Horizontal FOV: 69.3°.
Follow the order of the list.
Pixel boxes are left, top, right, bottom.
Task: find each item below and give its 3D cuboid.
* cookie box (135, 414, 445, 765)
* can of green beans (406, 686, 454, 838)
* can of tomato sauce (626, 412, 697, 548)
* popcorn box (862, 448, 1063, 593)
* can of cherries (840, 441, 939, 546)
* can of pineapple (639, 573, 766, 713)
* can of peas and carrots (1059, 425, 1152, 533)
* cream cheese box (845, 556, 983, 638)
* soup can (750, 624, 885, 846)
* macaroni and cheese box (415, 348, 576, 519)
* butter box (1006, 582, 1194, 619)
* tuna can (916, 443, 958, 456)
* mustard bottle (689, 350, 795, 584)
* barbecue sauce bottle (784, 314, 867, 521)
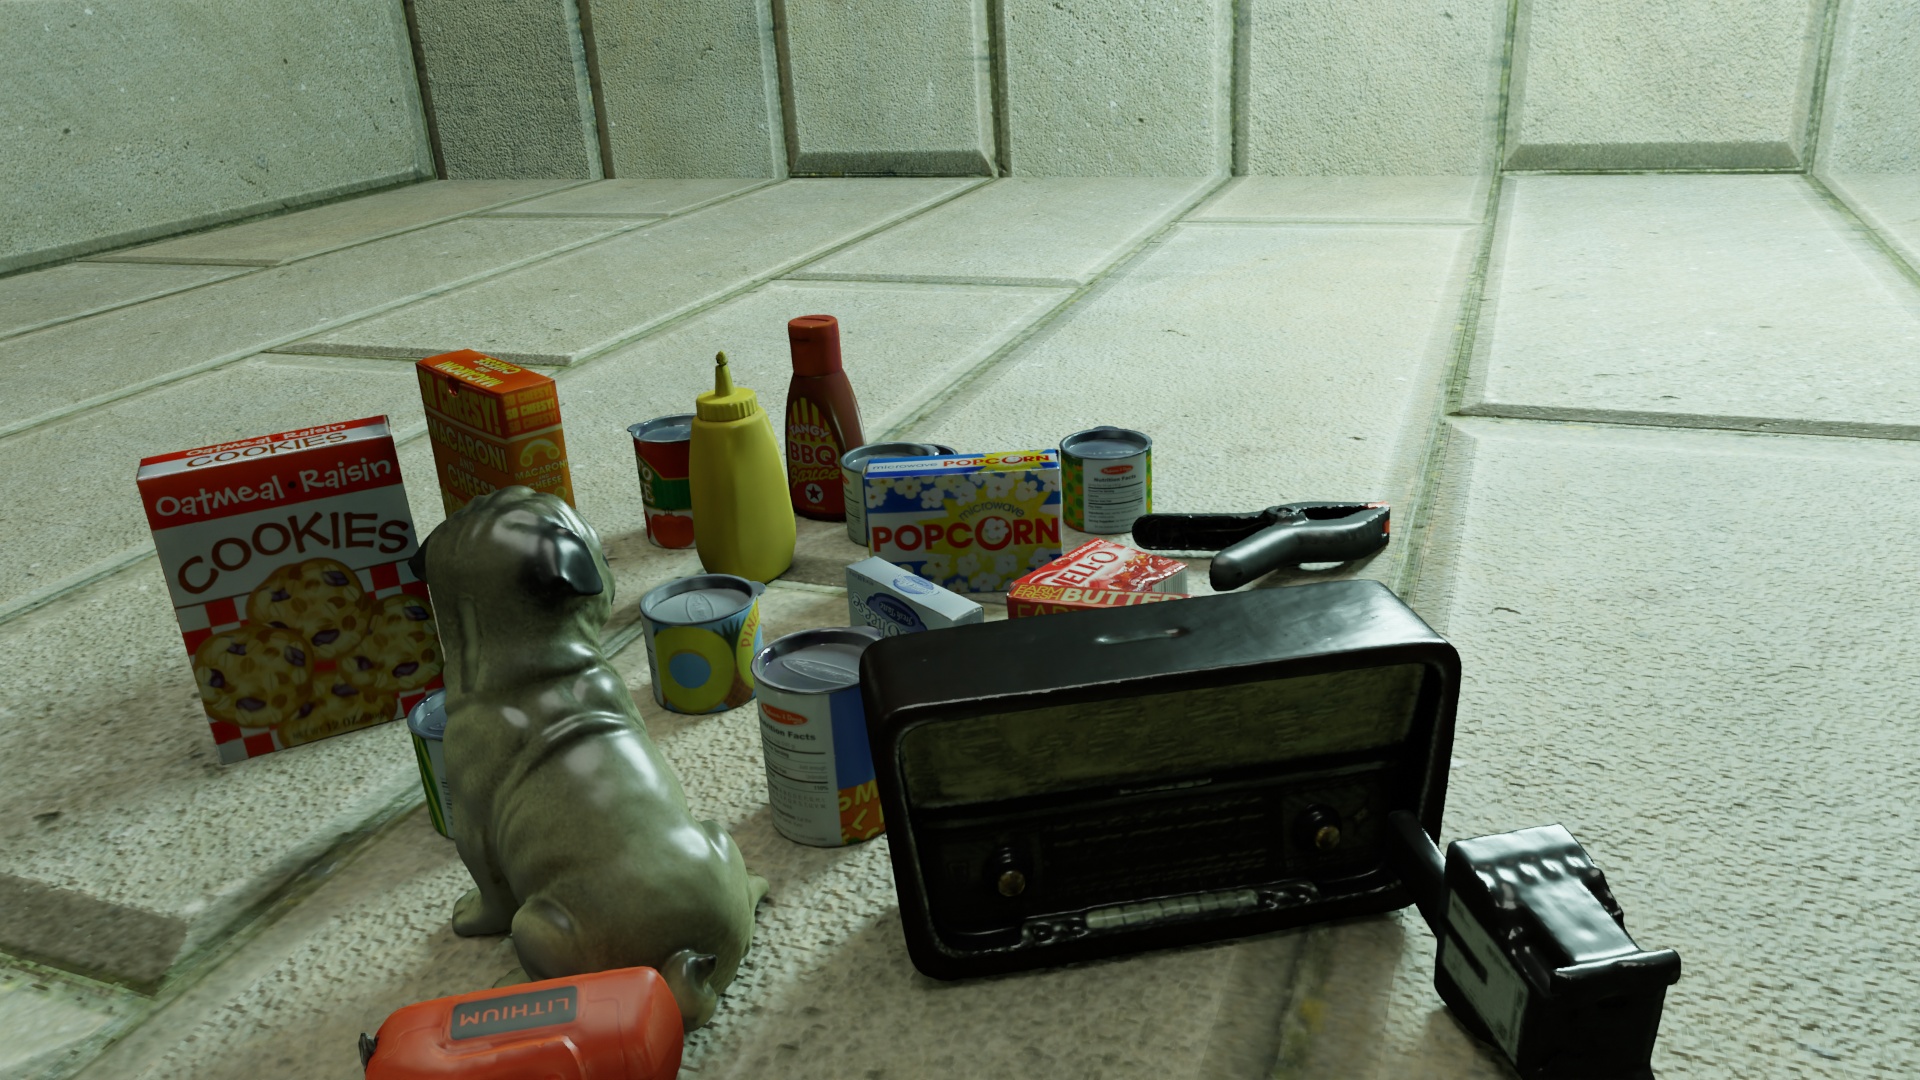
[{"bbox_3d":[-0.359,0.025,0.759,0.123,0.166,0.040,-14,24,-23],"label":"cookie box"},{"bbox_3d":[-0.233,0.106,0.687,0.071,0.057,0.071,-3,22,1],"label":"can of green beans"},{"bbox_3d":[-0.202,-0.044,1.011,0.071,0.082,0.071,-3,22,1],"label":"can of tomato sauce"},{"bbox_3d":[0.003,-0.011,0.899,0.127,0.085,0.038,-3,22,2],"label":"popcorn box"},{"bbox_3d":[-0.048,-0.034,0.995,0.071,0.058,0.072,-3,22,1],"label":"can of cherries"},{"bbox_3d":[-0.144,0.058,0.790,0.071,0.057,0.071,-3,22,1],"label":"can of pineapple"},{"bbox_3d":[0.105,-0.044,0.997,0.071,0.058,0.071,-3,22,1],"label":"can of peas and carrots"},{"bbox_3d":[-0.026,0.050,0.798,0.024,0.053,0.104,-20,27,-35],"label":"cream cheese box"},{"bbox_3d":[-0.060,0.092,0.663,0.071,0.083,0.071,-3,22,1],"label":"soup can"},{"bbox_3d":[-0.288,-0.028,0.878,0.040,0.165,0.124,-22,28,-38],"label":"macaroni and cheese box"},{"bbox_3d":[0.078,0.054,0.772,0.103,0.053,0.024,4,23,18],"label":"butter box"},{"bbox_3d":[-0.034,-0.048,1.061,0.071,0.032,0.071,-3,22,1],"label":"tuna can"},{"bbox_3d":[-0.148,-0.049,0.916,0.049,0.159,0.065,14,28,37],"label":"mustard bottle"},{"bbox_3d":[-0.101,-0.090,1.023,0.065,0.148,0.044,9,25,29],"label":"barbecue sauce bottle"}]
